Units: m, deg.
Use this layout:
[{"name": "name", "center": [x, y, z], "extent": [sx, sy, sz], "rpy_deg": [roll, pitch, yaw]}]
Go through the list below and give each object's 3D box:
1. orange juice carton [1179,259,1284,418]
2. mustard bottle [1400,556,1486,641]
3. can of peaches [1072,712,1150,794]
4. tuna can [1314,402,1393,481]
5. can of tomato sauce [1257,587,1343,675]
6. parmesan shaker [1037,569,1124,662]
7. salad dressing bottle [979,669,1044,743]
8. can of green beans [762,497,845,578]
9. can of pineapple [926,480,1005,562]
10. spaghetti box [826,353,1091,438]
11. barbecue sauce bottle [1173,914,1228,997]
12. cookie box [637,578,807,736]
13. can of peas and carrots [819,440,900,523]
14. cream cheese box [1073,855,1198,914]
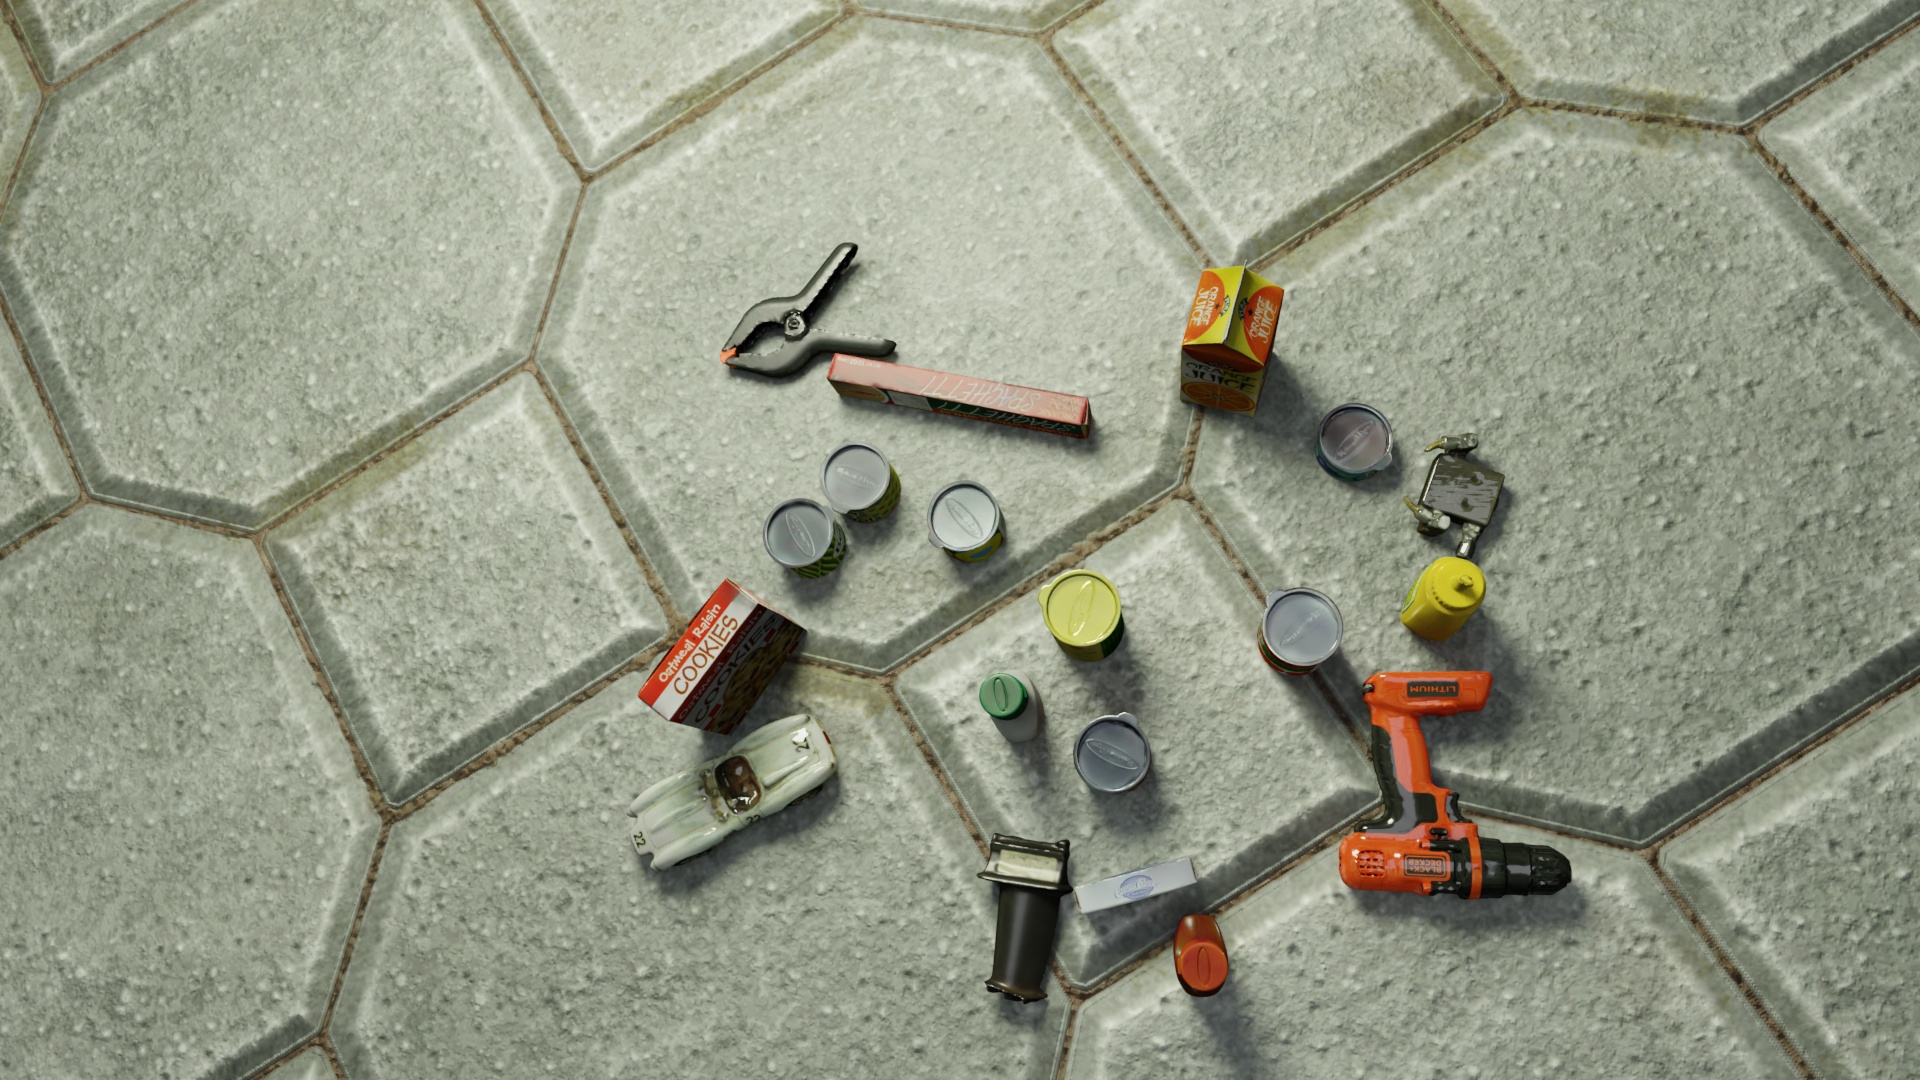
[{"name": "orange juice carton", "center": [0.235, -0.175, 1.207], "extent": [0.073, 0.192, 0.072], "rpy_deg": [16, 81, 11]}, {"name": "mustard bottle", "center": [0.403, 0.043, 1.150], "extent": [0.049, 0.160, 0.065], "rpy_deg": [27, 83, 13]}, {"name": "can of peaches", "center": [0.134, 0.186, 1.209], "extent": [0.071, 0.058, 0.071], "rpy_deg": [-2, 77, 8]}, {"name": "tuna can", "center": [0.356, -0.086, 1.252], "extent": [0.071, 0.032, 0.071], "rpy_deg": [-2, 77, 8]}, {"name": "can of tomato sauce", "center": [0.290, 0.079, 1.198], "extent": [0.071, 0.083, 0.071], "rpy_deg": [-2, 77, 8]}, {"name": "parmesan shaker", "center": [0.107, 0.066, 1.217], "extent": [0.071, 0.103, 0.071], "rpy_deg": [-2, 77, 8]}, {"name": "salad dressing bottle", "center": [0.043, 0.139, 1.187], "extent": [0.044, 0.147, 0.064], "rpy_deg": [-13, 76, 6]}, {"name": "can of green beans", "center": [-0.144, -0.001, 1.293], "extent": [0.071, 0.057, 0.071], "rpy_deg": [-2, 77, 8]}, {"name": "can of pineapple", "center": [0.005, -0.016, 1.274], "extent": [0.071, 0.057, 0.071], "rpy_deg": [-2, 77, 8]}, {"name": "spaghetti box", "center": [0.000, -0.135, 1.306], "extent": [0.250, 0.050, 0.029], "rpy_deg": [11, 80, 11]}, {"name": "barbecue sauce bottle", "center": [0.194, 0.337, 1.119], "extent": [0.044, 0.148, 0.065], "rpy_deg": [-3, 77, 8]}, {"name": "cookie box", "center": [-0.205, 0.106, 1.220], "extent": [0.040, 0.167, 0.123], "rpy_deg": [35, 85, 14]}, {"name": "can of peas and carrots", "center": [-0.093, -0.051, 1.296], "extent": [0.071, 0.058, 0.071], "rpy_deg": [-2, 77, 8]}, {"name": "cream cheese box", "center": [0.150, 0.294, 1.185], "extent": [0.104, 0.053, 0.024], "rpy_deg": [-16, 76, 4]}]
